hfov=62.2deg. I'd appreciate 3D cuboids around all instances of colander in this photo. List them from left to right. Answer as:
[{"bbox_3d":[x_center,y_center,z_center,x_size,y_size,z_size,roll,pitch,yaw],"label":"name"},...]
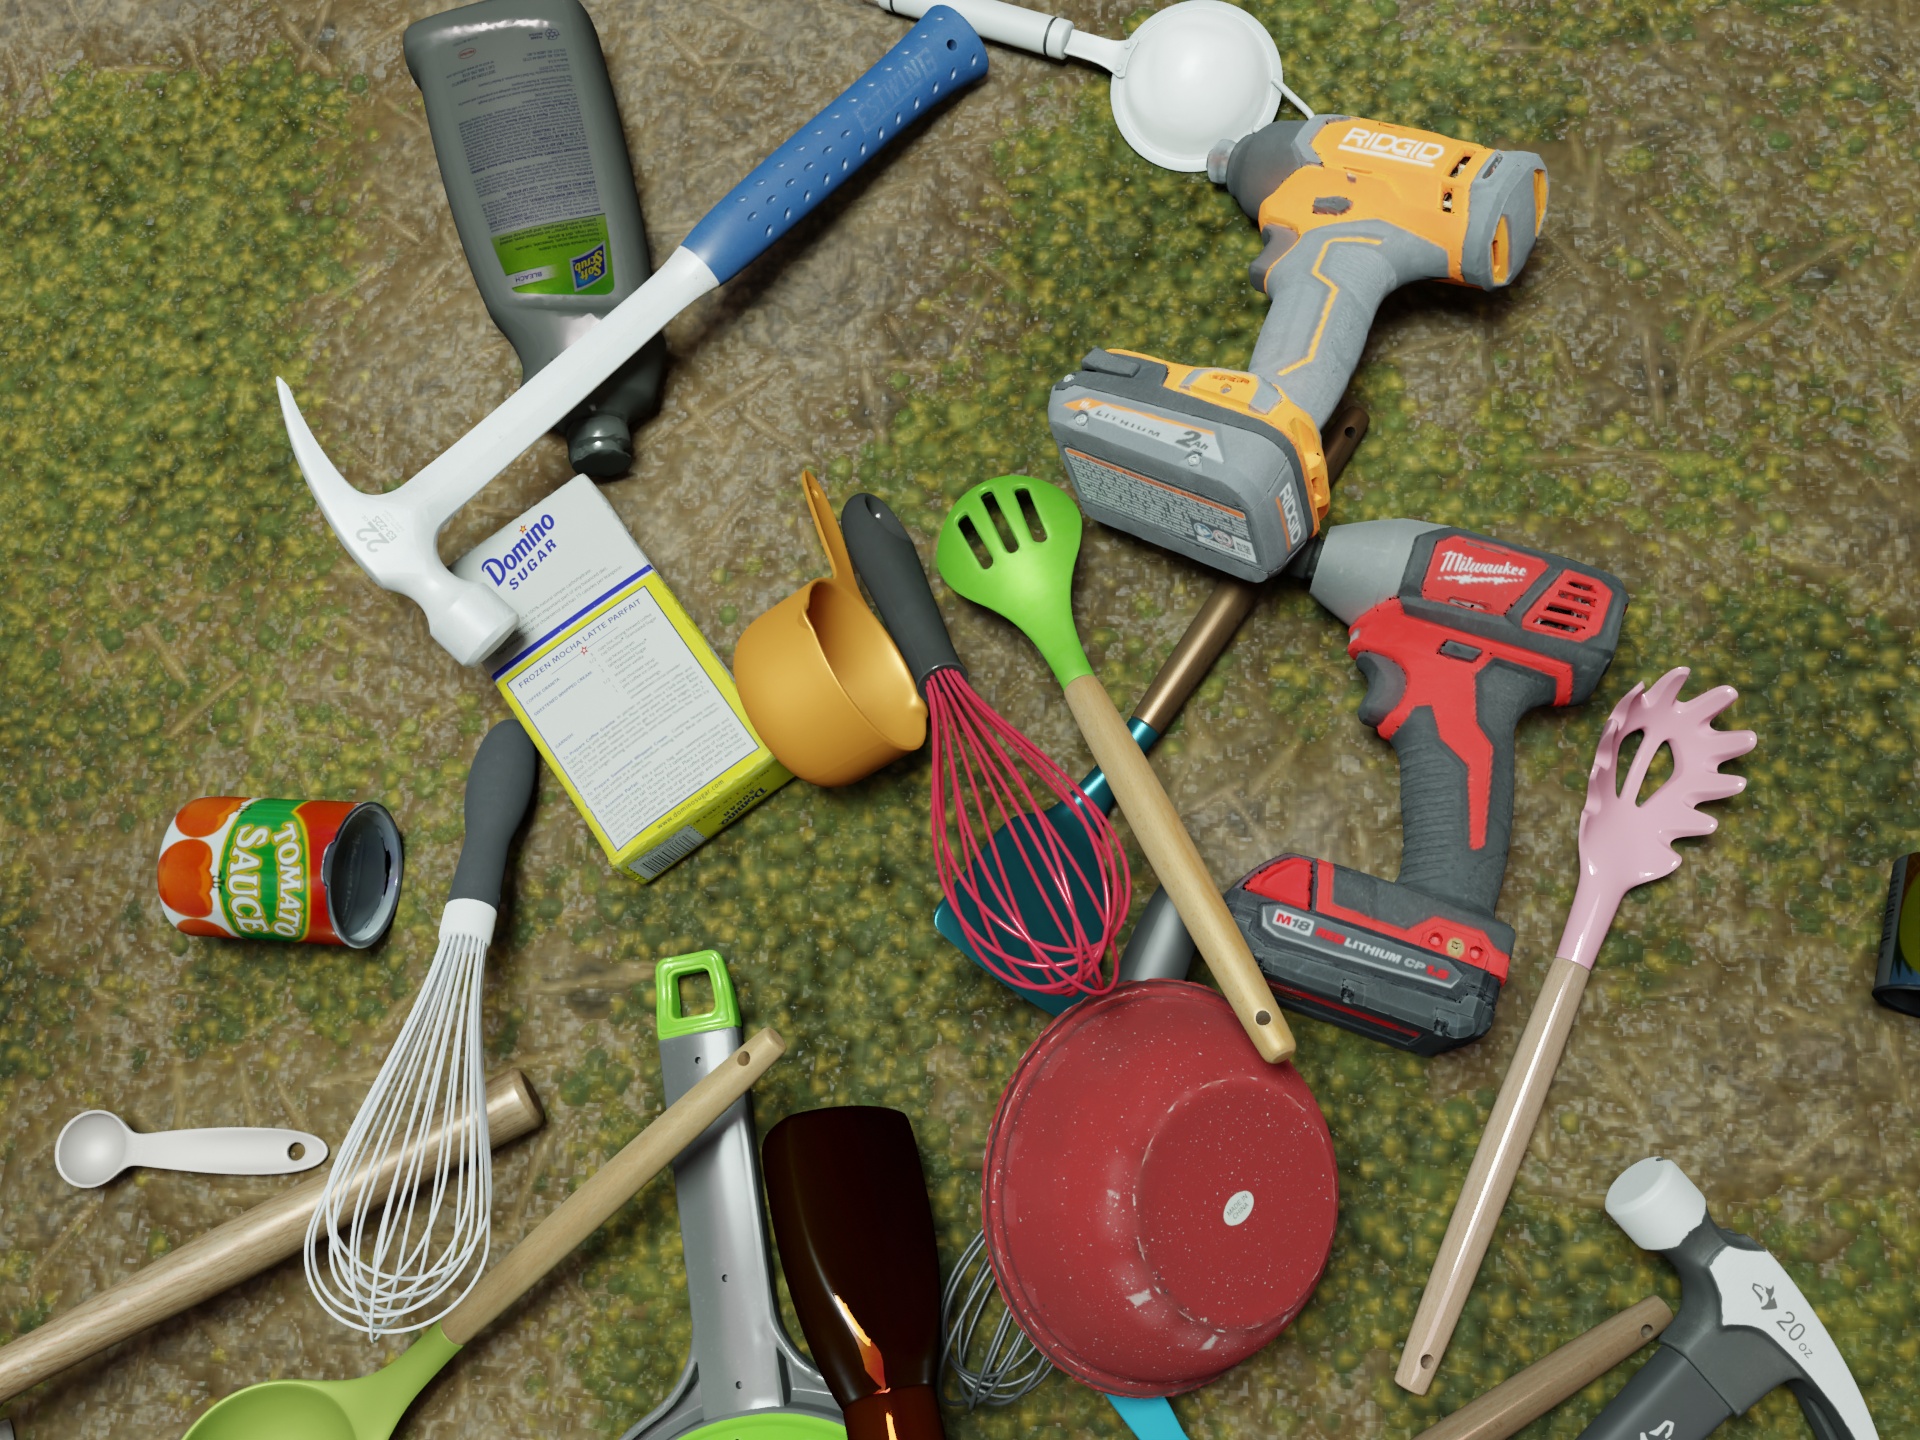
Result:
[{"bbox_3d":[-0.092,0.284,0.626,0.204,0.094,0.397,-12,74,4],"label":"colander"}]

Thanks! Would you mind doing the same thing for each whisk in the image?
[{"bbox_3d":[-0.217,0.117,0.678,0.070,0.070,0.285,-3,53,6],"label":"whisk"},{"bbox_3d":[-0.001,-0.002,0.674,0.073,0.073,0.296,-25,50,0],"label":"whisk"},{"bbox_3d":[0.049,0.169,0.654,0.055,0.055,0.239,22,82,13],"label":"whisk"}]

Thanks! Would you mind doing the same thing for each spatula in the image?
[{"bbox_3d":[0.102,-0.017,0.711,0.082,0.044,0.317,36,79,-9],"label":"spatula"},{"bbox_3d":[0.144,0.310,0.612,0.316,0.018,0.060,-29,96,-8],"label":"spatula"}]

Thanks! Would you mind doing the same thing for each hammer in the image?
[{"bbox_3d":[-0.333,0.240,0.672,0.331,0.130,0.031,-27,73,-12],"label":"hammer"},{"bbox_3d":[-0.136,-0.214,0.755,0.144,0.035,0.405,46,72,-8],"label":"hammer"},{"bbox_3d":[0.194,0.329,0.586,0.335,0.035,0.146,-41,87,-7],"label":"hammer"}]

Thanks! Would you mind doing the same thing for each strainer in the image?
[{"bbox_3d":[0.057,-0.345,0.811,0.258,0.050,0.087,23,93,16],"label":"strainer"}]

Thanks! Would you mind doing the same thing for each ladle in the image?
[{"bbox_3d":[-0.195,0.232,0.645,0.320,0.062,0.078,-43,63,7],"label":"ladle"}]

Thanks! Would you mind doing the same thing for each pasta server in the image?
[{"bbox_3d":[0.246,0.126,0.656,0.060,0.040,0.316,25,80,2],"label":"pasta server"}]

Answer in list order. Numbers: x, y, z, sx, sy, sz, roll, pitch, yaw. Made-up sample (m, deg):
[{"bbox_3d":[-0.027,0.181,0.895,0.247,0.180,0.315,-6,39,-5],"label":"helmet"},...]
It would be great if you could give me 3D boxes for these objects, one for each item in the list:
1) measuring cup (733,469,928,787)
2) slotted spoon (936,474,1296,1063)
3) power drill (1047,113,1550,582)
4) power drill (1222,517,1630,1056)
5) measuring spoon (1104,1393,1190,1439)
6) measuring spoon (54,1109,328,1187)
[{"bbox_3d":[-0.071,-0.045,0.733,0.052,0.095,0.174,-32,50,17],"label":"measuring cup"},{"bbox_3d":[0.063,0.004,0.669,0.070,0.031,0.314,-27,57,3],"label":"slotted spoon"},{"bbox_3d":[0.139,-0.185,0.723,0.164,0.084,0.226,27,71,33],"label":"power drill"},{"bbox_3d":[0.185,0.018,0.676,0.143,0.078,0.220,19,75,12],"label":"power drill"},{"bbox_3d":[0.073,0.269,0.624,0.042,0.021,0.129,-30,51,-14],"label":"measuring spoon"},{"bbox_3d":[-0.349,0.197,0.728,0.124,0.018,0.034,1,75,1],"label":"measuring spoon"}]
